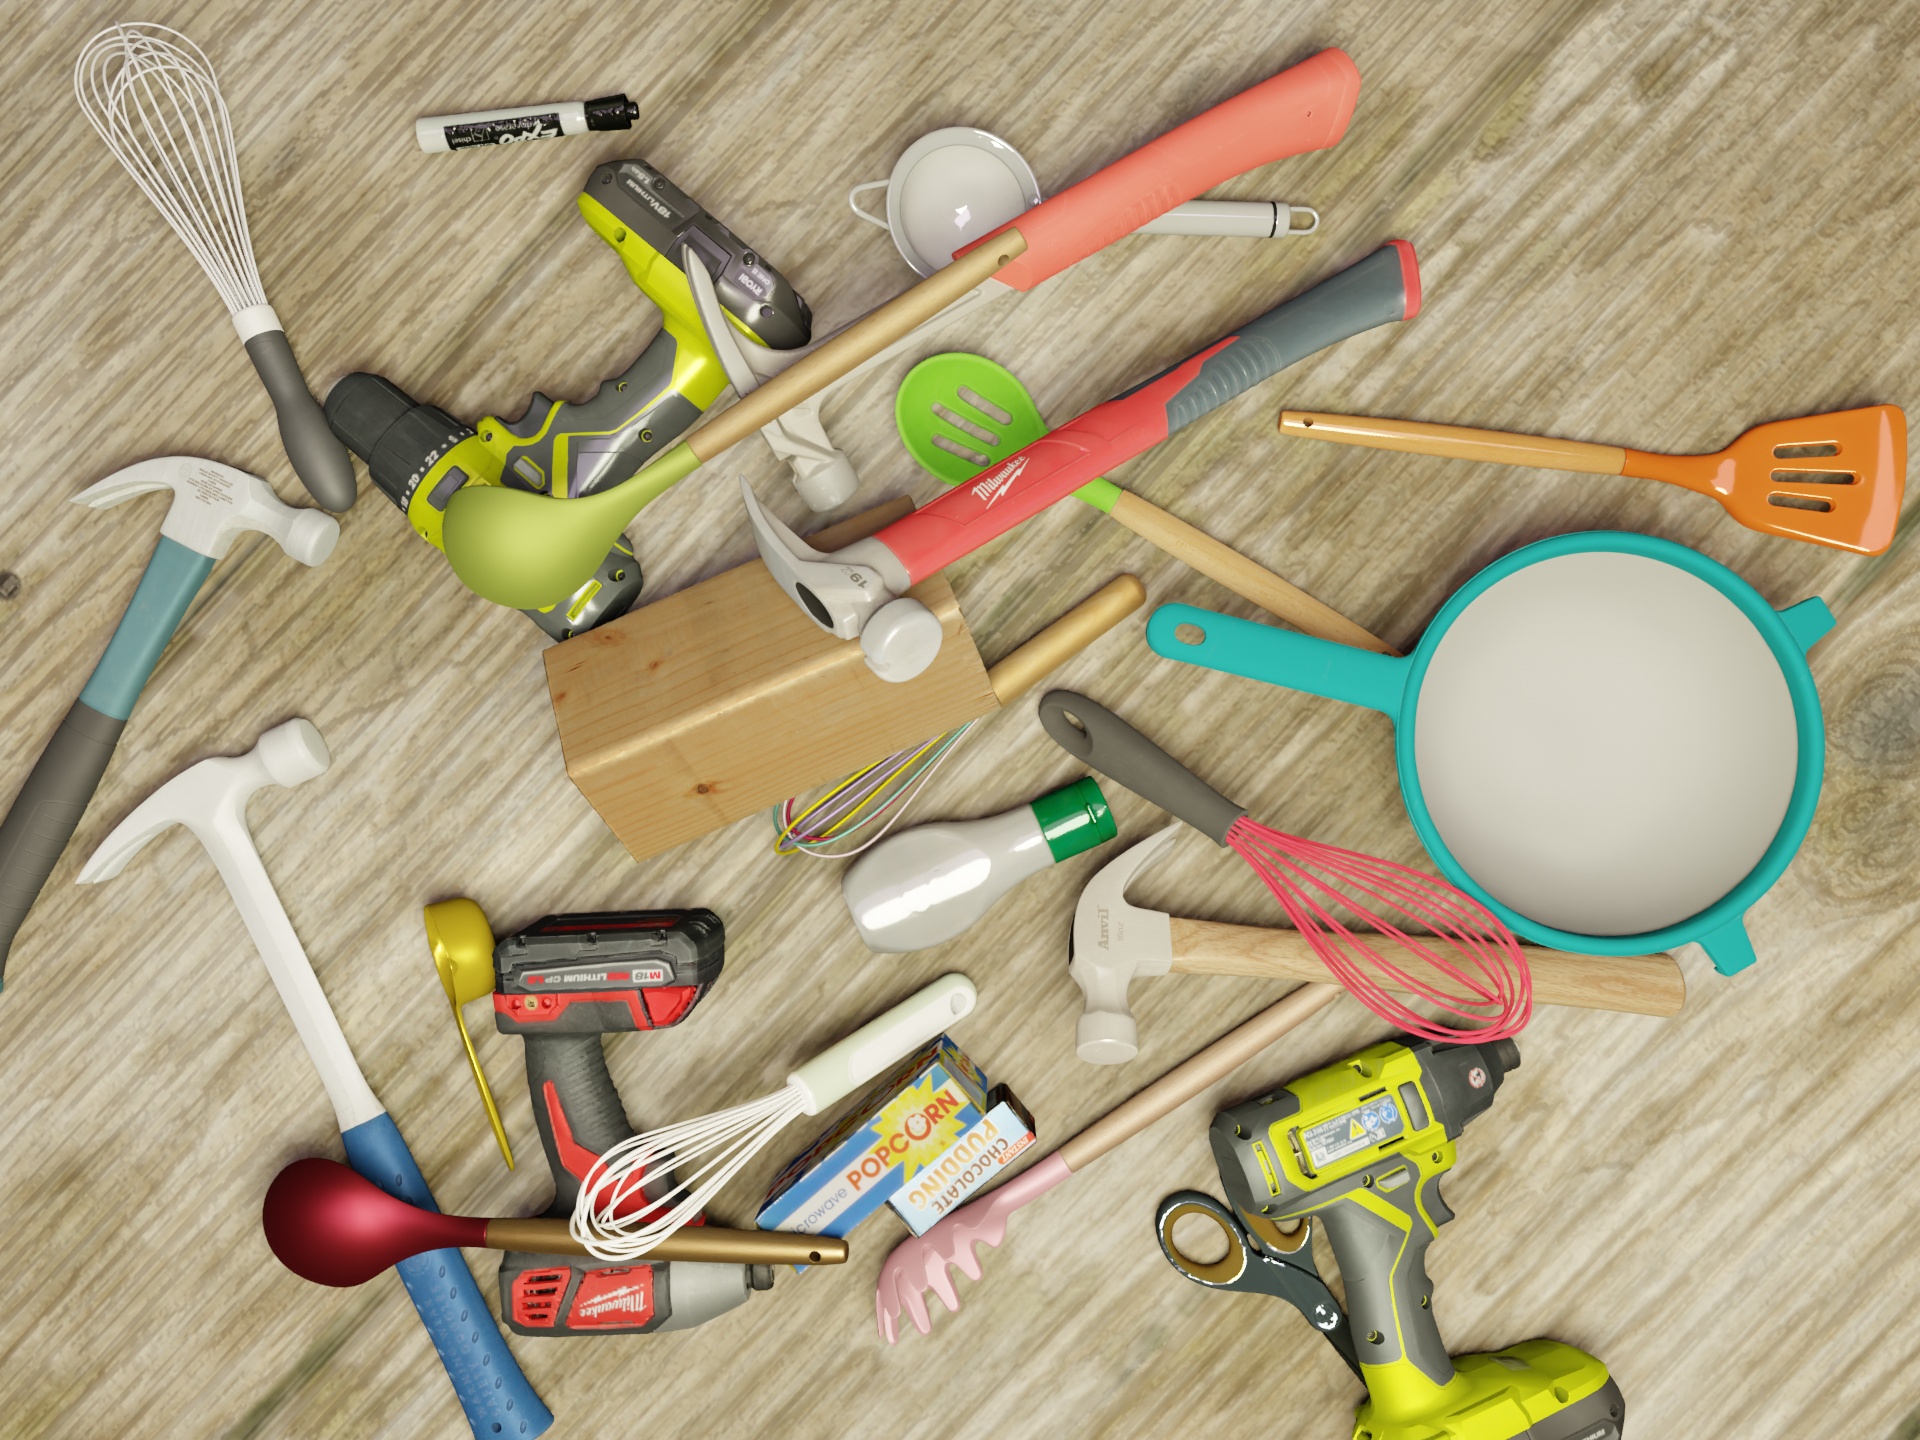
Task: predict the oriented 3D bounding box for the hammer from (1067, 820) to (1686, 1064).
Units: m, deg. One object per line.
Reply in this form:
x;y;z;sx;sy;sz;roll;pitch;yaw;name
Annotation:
0.220;0.125;0.839;0.331;0.031;0.130;5;55;-7;hammer

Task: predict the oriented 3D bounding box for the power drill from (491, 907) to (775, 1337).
-0.173;0.215;0.843;0.143;0.078;0.219;-2;93;2;power drill

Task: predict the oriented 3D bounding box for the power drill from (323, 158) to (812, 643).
-0.208;-0.178;0.847;0.190;0.080;0.228;40;93;0;power drill

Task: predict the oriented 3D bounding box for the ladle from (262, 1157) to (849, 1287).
-0.211;0.260;0.800;0.315;0.031;0.069;0;97;8;ladle

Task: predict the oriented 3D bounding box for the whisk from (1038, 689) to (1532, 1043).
0.155;0.067;0.809;0.296;0.073;0.073;35;90;24;whisk

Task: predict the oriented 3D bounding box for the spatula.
0.334;-0.144;0.856;0.322;0.041;0.081;7;90;2;spatula

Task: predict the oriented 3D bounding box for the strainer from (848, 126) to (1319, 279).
0.068;-0.272;0.862;0.258;0.050;0.087;0;94;-5;strainer

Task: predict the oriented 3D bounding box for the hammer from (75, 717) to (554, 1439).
-0.334;0.210;0.863;0.144;0.035;0.405;-26;89;0;hammer

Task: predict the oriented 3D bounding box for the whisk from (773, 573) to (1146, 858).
-0.001;-0.003;0.862;0.245;0.051;0.047;-36;133;-5;whisk

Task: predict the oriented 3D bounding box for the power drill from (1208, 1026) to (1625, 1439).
0.247;0.281;0.831;0.171;0.080;0.223;-19;86;-11;power drill

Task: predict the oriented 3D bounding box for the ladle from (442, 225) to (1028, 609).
-0.110;-0.152;0.770;0.320;0.078;0.062;-32;53;4;ladle

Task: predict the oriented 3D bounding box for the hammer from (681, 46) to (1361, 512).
0.042;-0.255;0.812;0.359;0.037;0.149;-31;118;-4;hammer

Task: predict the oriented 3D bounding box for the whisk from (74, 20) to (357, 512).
-0.396;-0.244;0.863;0.070;0.070;0.284;-24;93;0;whisk

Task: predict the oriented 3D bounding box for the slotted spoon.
0.106;-0.104;0.866;0.314;0.031;0.070;30;90;-1;slotted spoon

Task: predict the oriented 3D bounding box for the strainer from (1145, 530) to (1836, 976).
0.260;-0.003;0.830;0.340;0.095;0.211;15;87;3;strainer

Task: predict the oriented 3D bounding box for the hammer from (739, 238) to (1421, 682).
0.077;-0.159;0.809;0.386;0.038;0.143;-32;53;-19;hammer

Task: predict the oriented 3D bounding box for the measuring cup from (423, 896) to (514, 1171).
-0.255;0.169;0.863;0.029;0.062;0.156;-19;103;-26;measuring cup

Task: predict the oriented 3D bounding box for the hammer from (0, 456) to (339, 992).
-0.474;0.006;0.869;0.128;0.033;0.331;28;90;0;hammer

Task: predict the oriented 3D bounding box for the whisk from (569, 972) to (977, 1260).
-0.087;0.194;0.807;0.246;0.059;0.057;-28;112;-31;whisk

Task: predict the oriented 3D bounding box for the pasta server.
0.083;0.229;0.857;0.316;0.060;0.040;-33;56;-2;pasta server
